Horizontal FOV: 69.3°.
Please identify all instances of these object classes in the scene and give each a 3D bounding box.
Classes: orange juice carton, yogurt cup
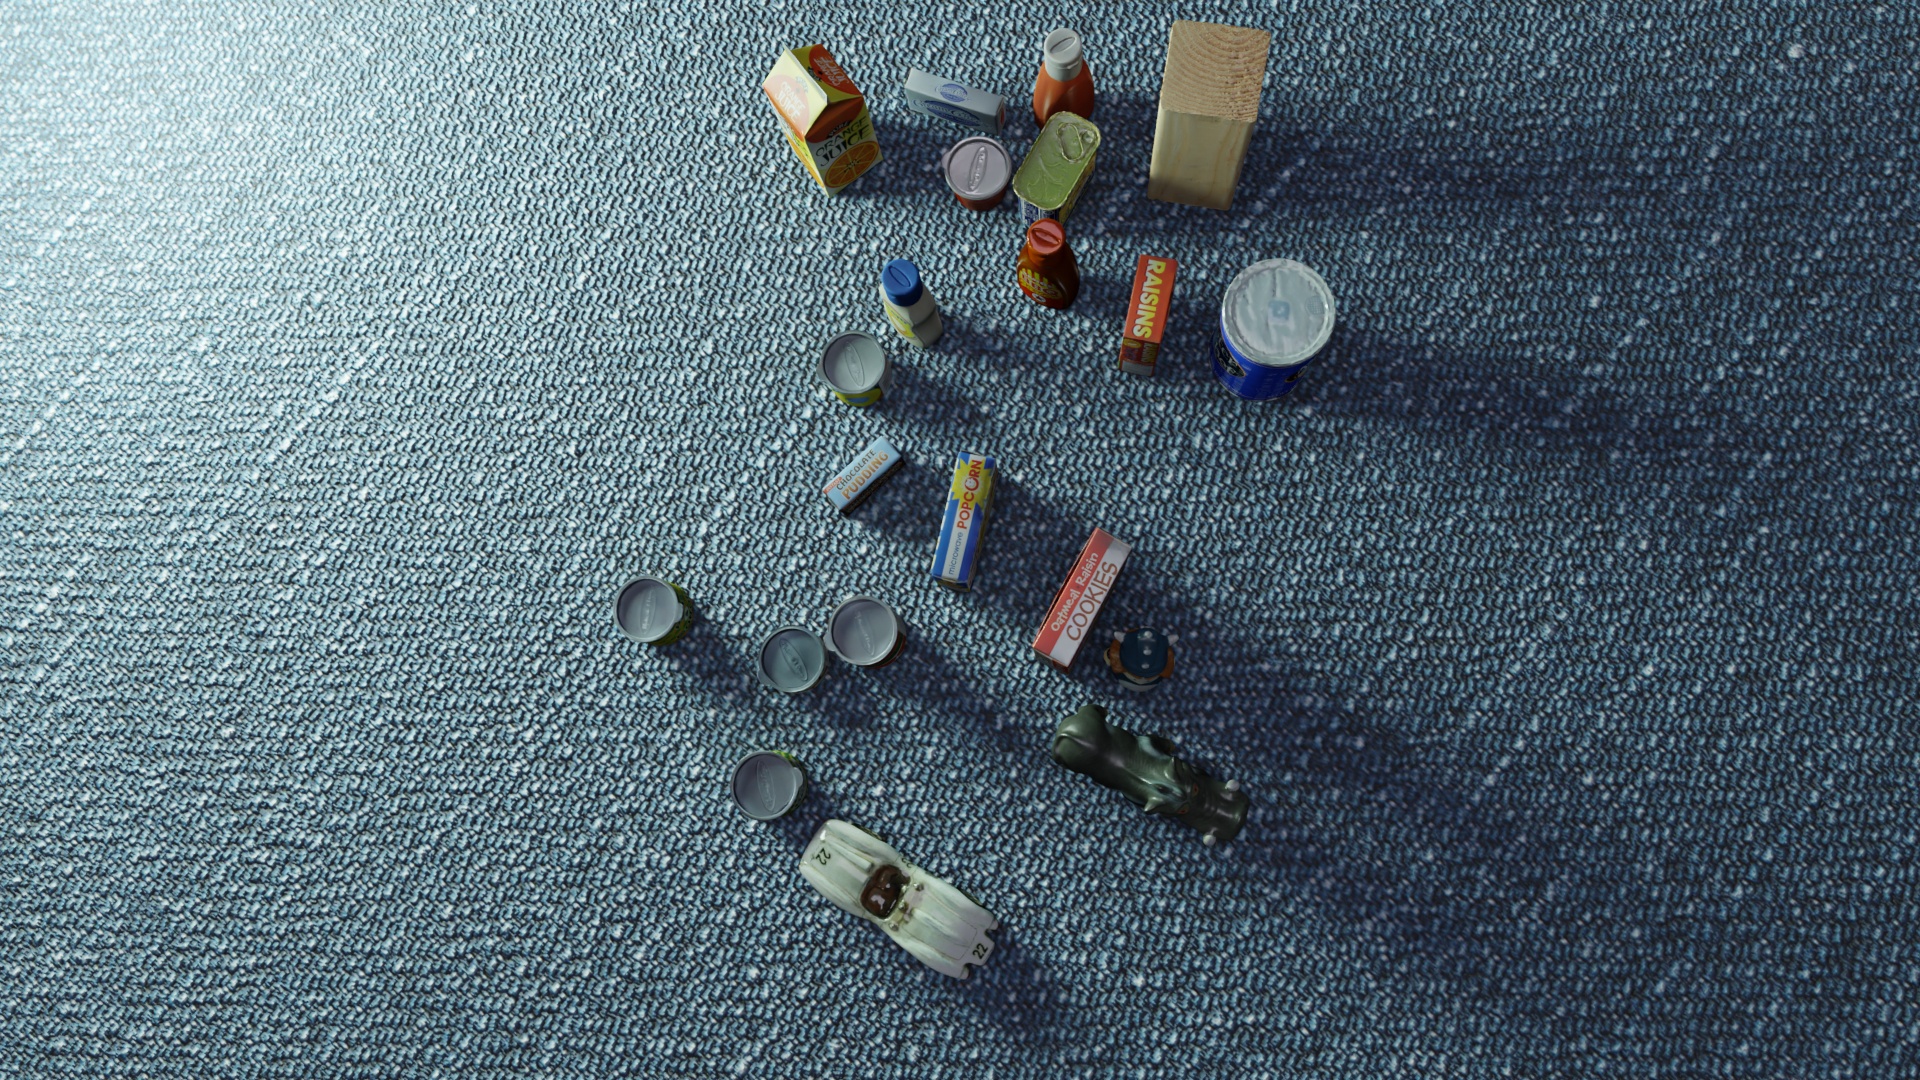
[{"bbox_3d":[-0.137,-0.422,1.377,0.073,0.192,0.072,-36,81,-1],"label":"orange juice carton"},{"bbox_3d":[0.019,-0.374,1.428,0.072,0.054,0.072,-1,81,4],"label":"yogurt cup"}]

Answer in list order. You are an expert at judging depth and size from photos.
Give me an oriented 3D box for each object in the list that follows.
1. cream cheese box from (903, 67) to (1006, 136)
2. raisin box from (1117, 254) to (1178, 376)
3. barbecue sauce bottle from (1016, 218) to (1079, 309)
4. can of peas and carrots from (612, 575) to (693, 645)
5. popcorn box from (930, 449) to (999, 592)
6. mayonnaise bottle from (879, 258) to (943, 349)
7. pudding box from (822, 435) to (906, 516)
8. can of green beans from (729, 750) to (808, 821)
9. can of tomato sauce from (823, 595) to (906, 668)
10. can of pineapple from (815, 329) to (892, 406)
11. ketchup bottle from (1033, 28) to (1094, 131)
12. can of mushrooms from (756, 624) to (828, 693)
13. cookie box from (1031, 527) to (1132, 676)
[{"bbox_3d":[-0.005,-0.455,1.443,0.104,0.053,0.024,20,84,7],"label":"cream cheese box"},{"bbox_3d":[0.182,-0.218,1.357,0.040,0.123,0.086,12,83,6],"label":"raisin box"},{"bbox_3d":[0.085,-0.272,1.359,0.065,0.148,0.044,28,85,8],"label":"barbecue sauce bottle"},{"bbox_3d":[-0.302,0.071,1.379,0.071,0.058,0.071,-1,81,4],"label":"can of peas and carrots"},{"bbox_3d":[0.005,-0.017,1.357,0.038,0.085,0.127,12,82,6],"label":"popcorn box"},{"bbox_3d":[-0.051,-0.235,1.364,0.041,0.148,0.065,-45,81,-3],"label":"mayonnaise bottle"},{"bbox_3d":[-0.096,-0.064,1.390,0.084,0.049,0.030,-42,81,-3],"label":"pudding box"},{"bbox_3d":[-0.184,0.237,1.345,0.071,0.057,0.071,-1,81,4],"label":"can of green beans"},{"bbox_3d":[-0.091,0.091,1.348,0.071,0.083,0.071,-1,81,4],"label":"can of tomato sauce"},{"bbox_3d":[-0.107,-0.173,1.404,0.071,0.058,0.071,-1,81,4],"label":"can of pineapple"},{"bbox_3d":[0.104,-0.458,1.387,0.065,0.148,0.043,-32,81,-1],"label":"ketchup bottle"},{"bbox_3d":[-0.166,0.119,1.374,0.071,0.033,0.071,-1,81,4],"label":"can of mushrooms"},{"bbox_3d":[0.112,0.060,1.296,0.040,0.167,0.123,28,84,8],"label":"cookie box"}]
